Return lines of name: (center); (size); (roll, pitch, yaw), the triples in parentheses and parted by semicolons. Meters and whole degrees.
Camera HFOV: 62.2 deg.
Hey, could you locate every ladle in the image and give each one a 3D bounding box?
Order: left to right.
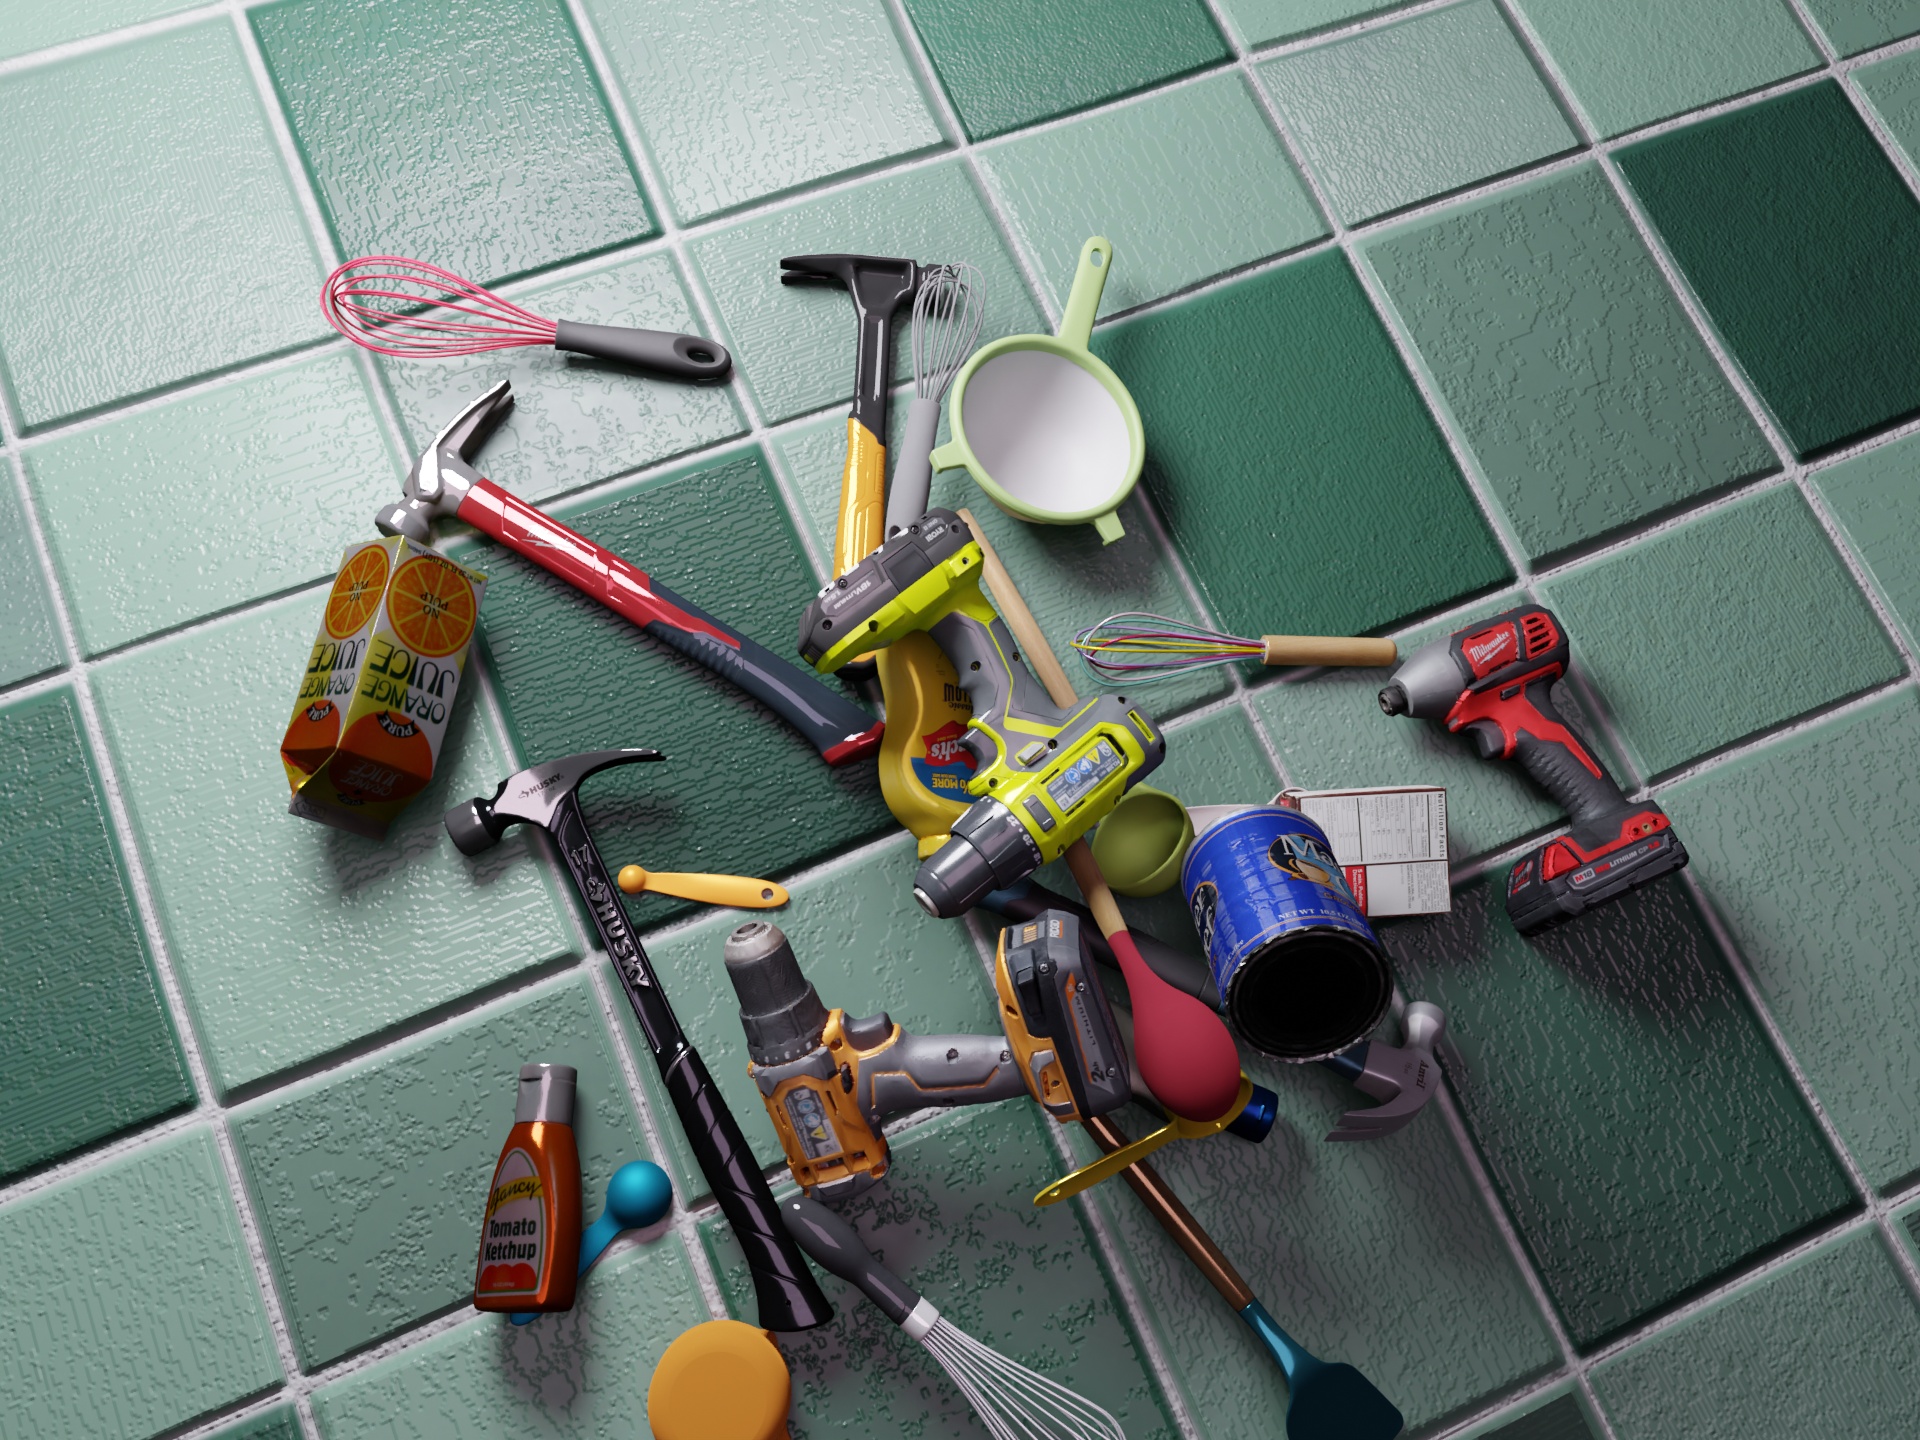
ladle: (0.069, -0.020, 1.126); (0.078, 0.062, 0.320); (-33, 74, 16)
ladle: (0.095, 0.120, 1.040); (0.031, 0.069, 0.316); (17, 35, -41)

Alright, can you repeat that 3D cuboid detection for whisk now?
whisk: (-0.317, -0.287, 1.171); (0.295, 0.073, 0.073); (7, 73, -10)
whisk: (-0.022, -0.226, 1.153); (0.055, 0.055, 0.239); (11, 77, -2)
whisk: (0.000, 0.390, 0.980); (0.284, 0.070, 0.070); (40, 74, 3)
whisk: (0.200, -0.050, 1.154); (0.245, 0.047, 0.051); (1, 72, -9)

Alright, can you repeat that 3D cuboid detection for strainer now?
strainer: (0.068, -0.248, 1.189); (0.151, 0.069, 0.256); (21, 65, -12)

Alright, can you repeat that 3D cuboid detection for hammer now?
hammer: (-0.214, -0.095, 1.130); (0.386, 0.038, 0.143); (31, 71, 4)
hammer: (-0.187, 0.205, 1.037); (0.149, 0.036, 0.409); (-28, 79, -3)
hammer: (-0.078, -0.192, 1.174); (0.127, 0.034, 0.337); (3, 73, -5)
hammer: (0.162, 0.177, 1.066); (0.331, 0.033, 0.128); (25, 42, 6)

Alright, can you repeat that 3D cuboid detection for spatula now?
spatula: (0.161, 0.354, 1.021); (0.082, 0.044, 0.317); (-37, 81, -15)

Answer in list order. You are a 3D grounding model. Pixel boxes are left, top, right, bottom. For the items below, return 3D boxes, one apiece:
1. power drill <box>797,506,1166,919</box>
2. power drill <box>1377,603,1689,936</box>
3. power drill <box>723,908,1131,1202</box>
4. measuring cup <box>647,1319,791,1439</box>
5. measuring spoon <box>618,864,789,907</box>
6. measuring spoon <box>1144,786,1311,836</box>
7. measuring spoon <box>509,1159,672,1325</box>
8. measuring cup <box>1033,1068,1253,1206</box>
power drill: (-0.002, -0.003, 1.033); (0.190, 0.080, 0.228); (-38, 91, -16)
power drill: (0.400, 0.033, 1.132); (0.143, 0.078, 0.220); (-21, 73, -12)
power drill: (-0.026, 0.187, 0.986); (0.226, 0.084, 0.185); (-18, 104, 8)
measuring cup: (-0.116, 0.442, 0.967); (0.174, 0.052, 0.095); (41, 74, 9)
measuring spoon: (-0.175, 0.113, 1.083); (0.117, 0.011, 0.021); (7, 73, -3)
measuring spoon: (0.192, 0.069, 1.134); (0.124, 0.018, 0.034); (-5, 89, 0)
measuring spoon: (-0.236, 0.332, 1.005); (0.042, 0.021, 0.128); (43, 74, 8)
measuring cup: (0.111, 0.258, 1.004); (0.156, 0.062, 0.029); (-27, 45, -5)
